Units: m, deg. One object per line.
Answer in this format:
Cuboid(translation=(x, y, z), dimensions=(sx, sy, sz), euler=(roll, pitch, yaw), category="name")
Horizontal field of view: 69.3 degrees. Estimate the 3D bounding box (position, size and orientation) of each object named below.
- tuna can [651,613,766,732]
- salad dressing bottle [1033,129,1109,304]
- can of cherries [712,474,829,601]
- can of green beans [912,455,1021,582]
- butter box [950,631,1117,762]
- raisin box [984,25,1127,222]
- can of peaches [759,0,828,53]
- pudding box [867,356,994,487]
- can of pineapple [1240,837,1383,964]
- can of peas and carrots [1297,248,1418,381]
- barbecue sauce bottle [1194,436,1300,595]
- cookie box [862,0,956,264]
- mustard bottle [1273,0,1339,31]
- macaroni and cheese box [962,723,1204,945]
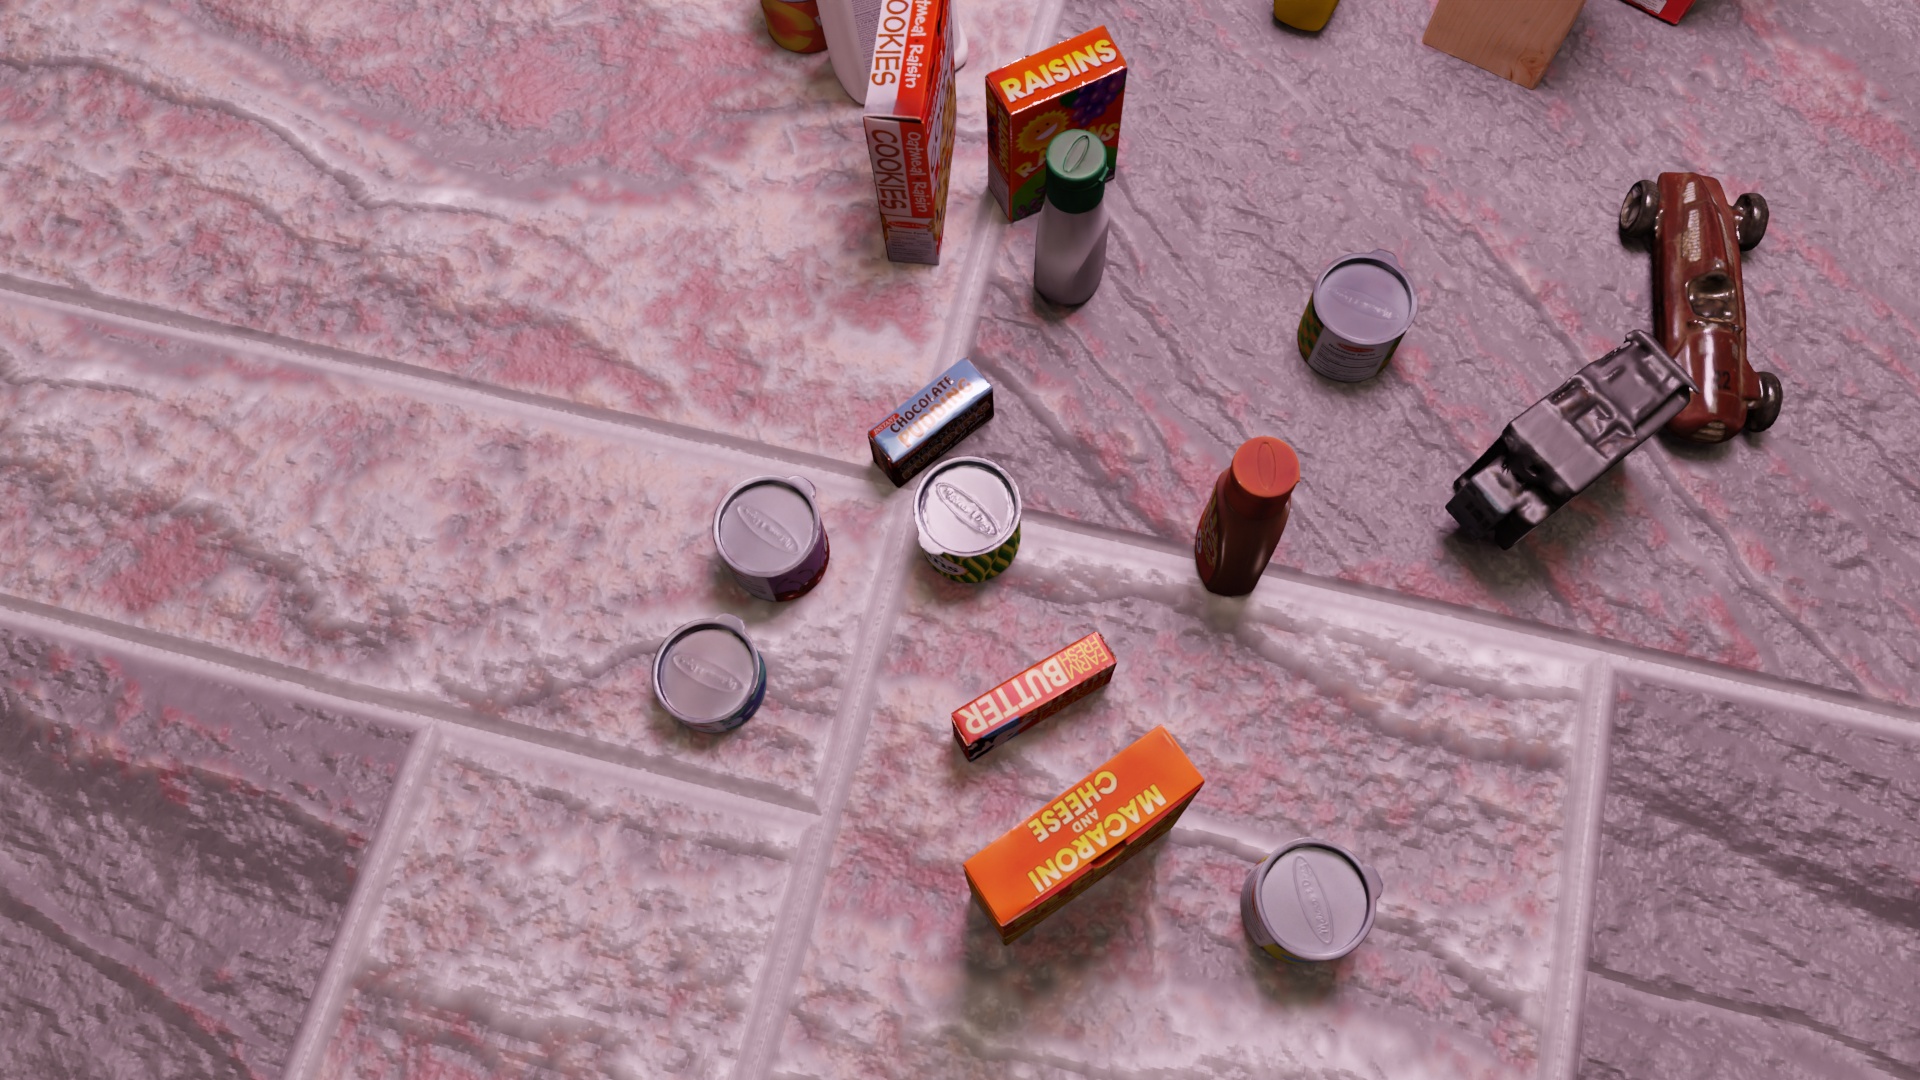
Cuboid(translation=(-0.153, 0.081, 0.856), dimensions=(0.071, 0.032, 0.071), euler=(-1, 71, 2), category="tuna can")
Cuboid(translation=(0.072, -0.205, 0.888), dimensions=(0.044, 0.147, 0.064), euler=(26, 74, 10), category="salad dressing bottle")
Cuboid(translation=(-0.115, -0.002, 0.870), dimensions=(0.071, 0.058, 0.071), euler=(-1, 71, 2), category="can of cherries")
Cuboid(translation=(0.005, -0.012, 0.870), dimensions=(0.071, 0.057, 0.071), euler=(-1, 71, 2), category="can of green beans")
Cuboid(translation=(0.044, 0.094, 0.834), dimensions=(0.104, 0.053, 0.024), euler=(-29, 72, -8), category="butter box")
Cuboid(translation=(0.063, -0.275, 0.926), dimensions=(0.086, 0.123, 0.040), euler=(-24, 72, -6), category="raisin box")
Cuboid(translation=(-0.112, -0.398, 1.010), dimensions=(0.071, 0.058, 0.071), euler=(-1, 71, 2), category="can of peaches")
Cuboid(translation=(-0.018, -0.076, 0.898), dimensions=(0.084, 0.049, 0.030), euler=(-38, 74, -11), category="pudding box")
Cuboid(translation=(0.197, 0.205, 0.787), dimensions=(0.071, 0.057, 0.071), euler=(-1, 71, 2), category="can of pineapple")
Cuboid(translation=(0.259, -0.147, 0.908), dimensions=(0.071, 0.058, 0.071), euler=(-1, 71, 2), category="can of peas and carrots")
Cuboid(translation=(0.168, -0.017, 0.818), dimensions=(0.044, 0.148, 0.065), euler=(1, 71, 2), category="barbecue sauce bottle")
Cuboid(translation=(-0.028, -0.276, 0.907), dimensions=(0.040, 0.167, 0.123), euler=(5, 71, 4), category="cookie box")
Cuboid(translation=(0.252, -0.422, 0.952), dimensions=(0.049, 0.159, 0.065), euler=(20, 73, 9), category="mustard bottle")
Cuboid(translation=(0.064, 0.164, 0.749), dimensions=(0.124, 0.166, 0.040), euler=(-33, 73, -9), category="macaroni and cheese box")
